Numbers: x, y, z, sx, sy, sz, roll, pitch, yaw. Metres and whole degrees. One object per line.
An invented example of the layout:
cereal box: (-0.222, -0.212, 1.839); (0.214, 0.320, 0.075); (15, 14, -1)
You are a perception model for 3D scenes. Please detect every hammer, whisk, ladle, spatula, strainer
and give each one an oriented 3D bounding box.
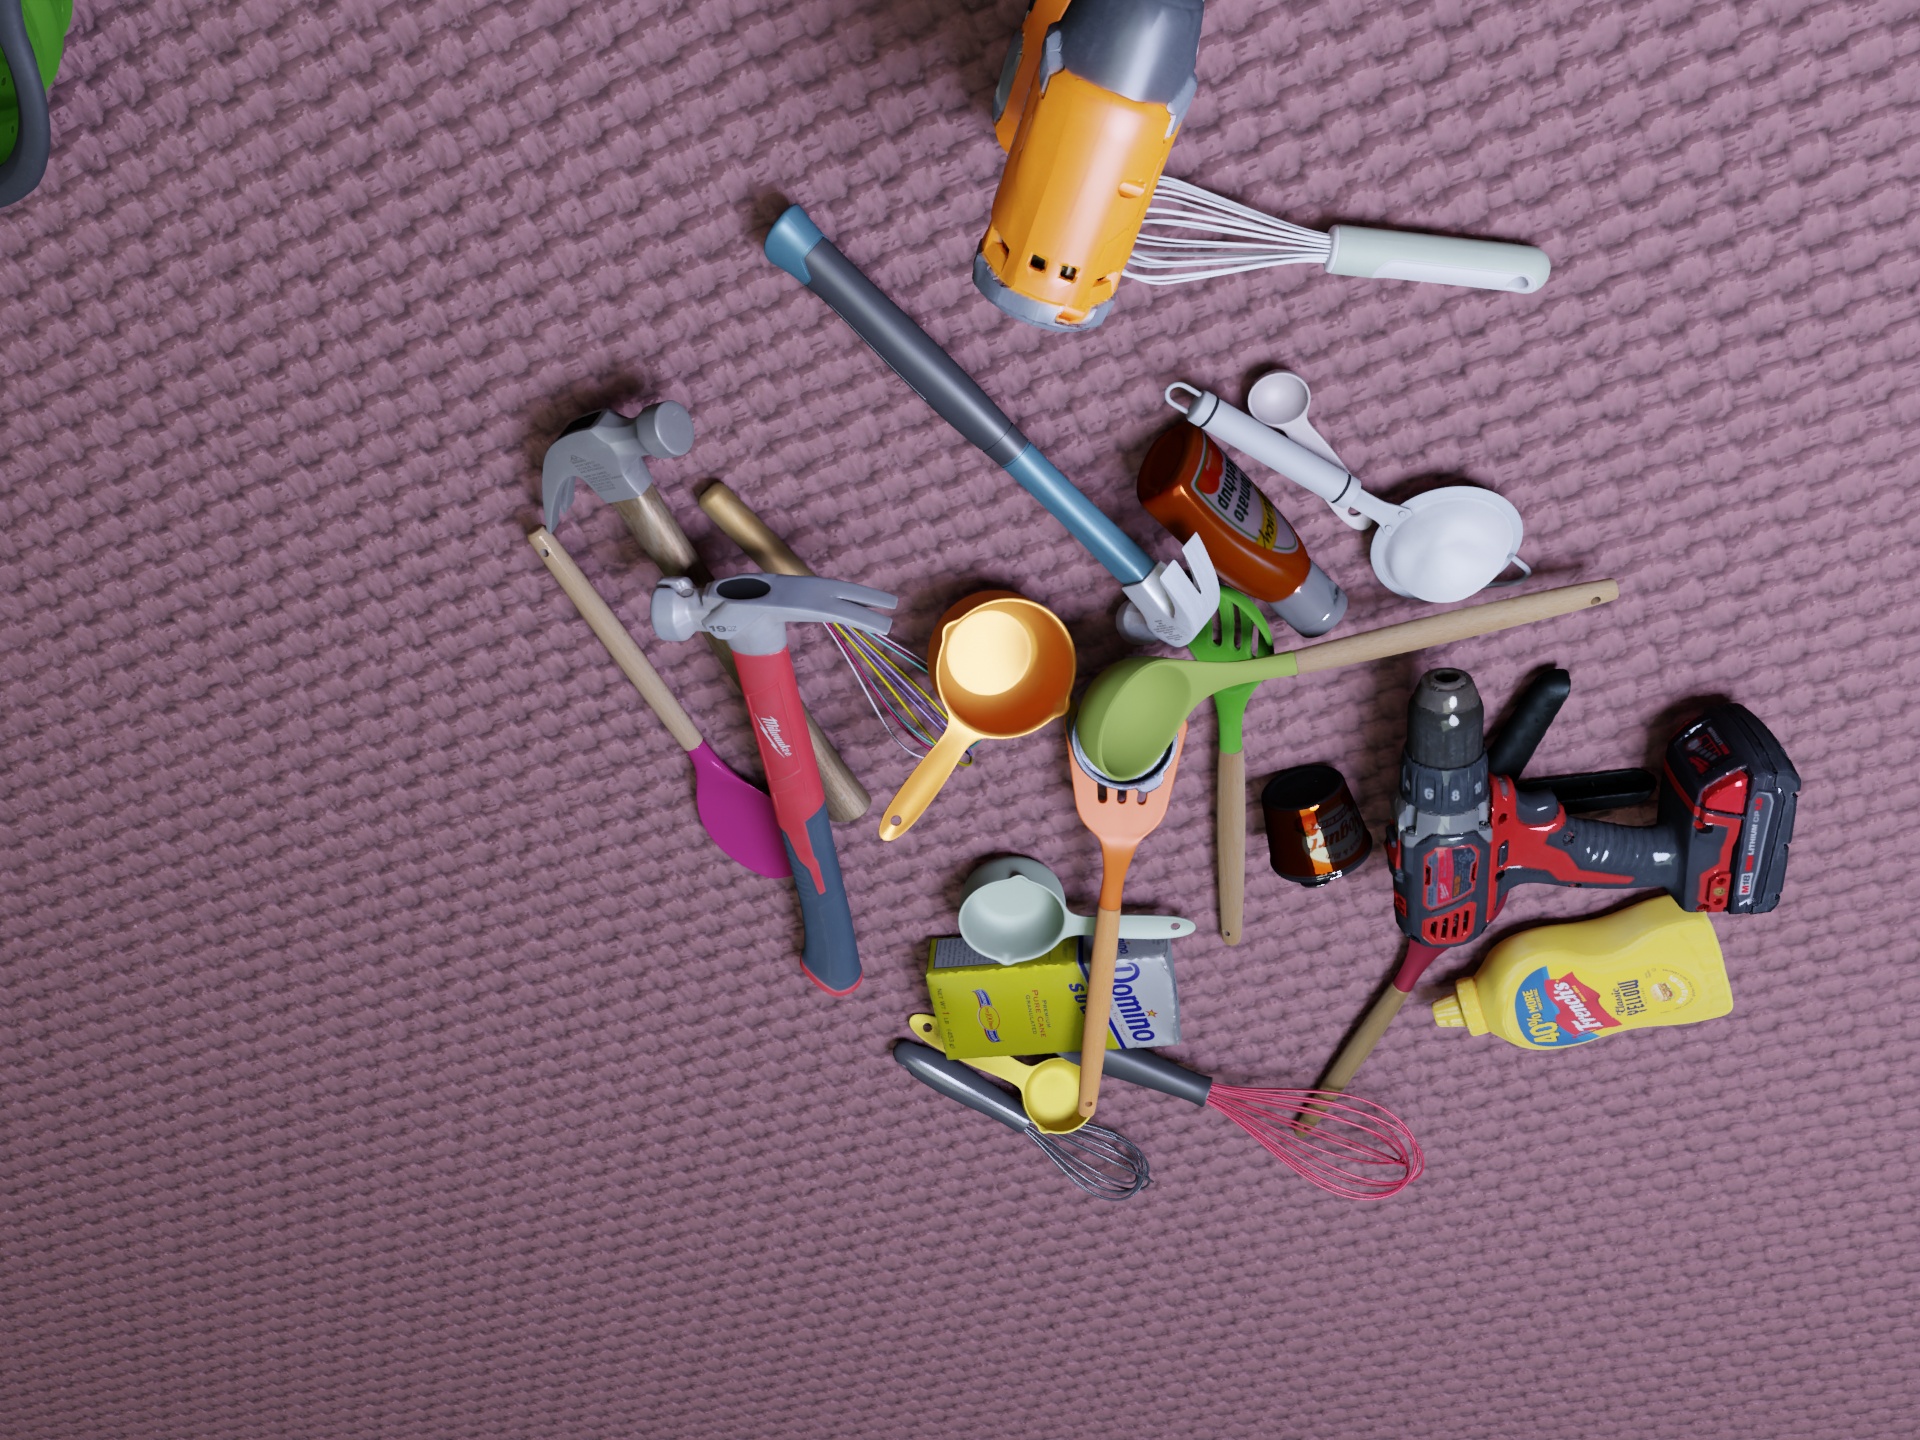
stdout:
hammer: (0.020, -0.159, 0.891); (0.331, 0.128, 0.033); (42, 78, -14)
hammer: (-0.148, -0.054, 1.001); (0.130, 0.031, 0.331); (-4, 133, 34)
whisk: (0.204, 0.287, 1.195); (0.296, 0.073, 0.073); (20, 127, 7)
whisk: (-0.071, -0.057, 0.996); (0.244, 0.047, 0.051); (45, 138, -19)
hammer: (-0.090, 0.059, 1.046); (0.143, 0.038, 0.385); (3, 136, 11)
ladle: (0.308, 0.207, 1.156); (0.069, 0.031, 0.315); (16, 128, -5)
spatula: (0.100, 0.141, 1.093); (0.081, 0.041, 0.322); (2, 119, -2)
whisk: (0.050, 0.313, 1.256); (0.239, 0.055, 0.055); (31, 124, -9)
strainer: (0.224, -0.124, 0.902); (0.258, 0.050, 0.086); (26, 131, -14)
ladle: (0.223, -0.031, 0.921); (0.320, 0.062, 0.078); (-13, 135, 5)
whisk: (0.185, -0.246, 0.828); (0.246, 0.059, 0.057); (6, 165, -2)

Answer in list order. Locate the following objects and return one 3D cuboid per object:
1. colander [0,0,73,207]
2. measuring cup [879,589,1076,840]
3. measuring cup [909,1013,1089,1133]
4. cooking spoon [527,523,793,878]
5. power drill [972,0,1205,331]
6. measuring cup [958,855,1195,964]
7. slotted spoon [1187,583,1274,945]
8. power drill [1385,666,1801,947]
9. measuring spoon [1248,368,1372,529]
colander: (-0.570, -0.344, 0.834); (0.397, 0.095, 0.204); (-20, 123, 41)
measuring cup: (-0.002, -0.003, 0.986); (0.095, 0.052, 0.173); (33, 97, -18)
measuring cup: (0.031, 0.267, 1.229); (0.156, 0.062, 0.029); (27, 167, 3)
cooking spoon: (-0.191, -0.003, 1.059); (0.069, 0.017, 0.318); (-15, 127, 23)
power drill: (0.064, -0.287, 0.698); (0.084, 0.227, 0.164); (17, 126, -6)
measuring cup: (0.081, 0.133, 1.124); (0.167, 0.038, 0.083); (3, 124, -4)
slotted spoon: (0.176, 0.036, 1.043); (0.070, 0.031, 0.313); (23, 138, 33)
power drill: (0.373, 0.045, 0.961); (0.226, 0.080, 0.187); (-6, 121, 5)
measuring spoon: (0.204, -0.156, 0.913); (0.034, 0.018, 0.124); (-25, 126, 27)
